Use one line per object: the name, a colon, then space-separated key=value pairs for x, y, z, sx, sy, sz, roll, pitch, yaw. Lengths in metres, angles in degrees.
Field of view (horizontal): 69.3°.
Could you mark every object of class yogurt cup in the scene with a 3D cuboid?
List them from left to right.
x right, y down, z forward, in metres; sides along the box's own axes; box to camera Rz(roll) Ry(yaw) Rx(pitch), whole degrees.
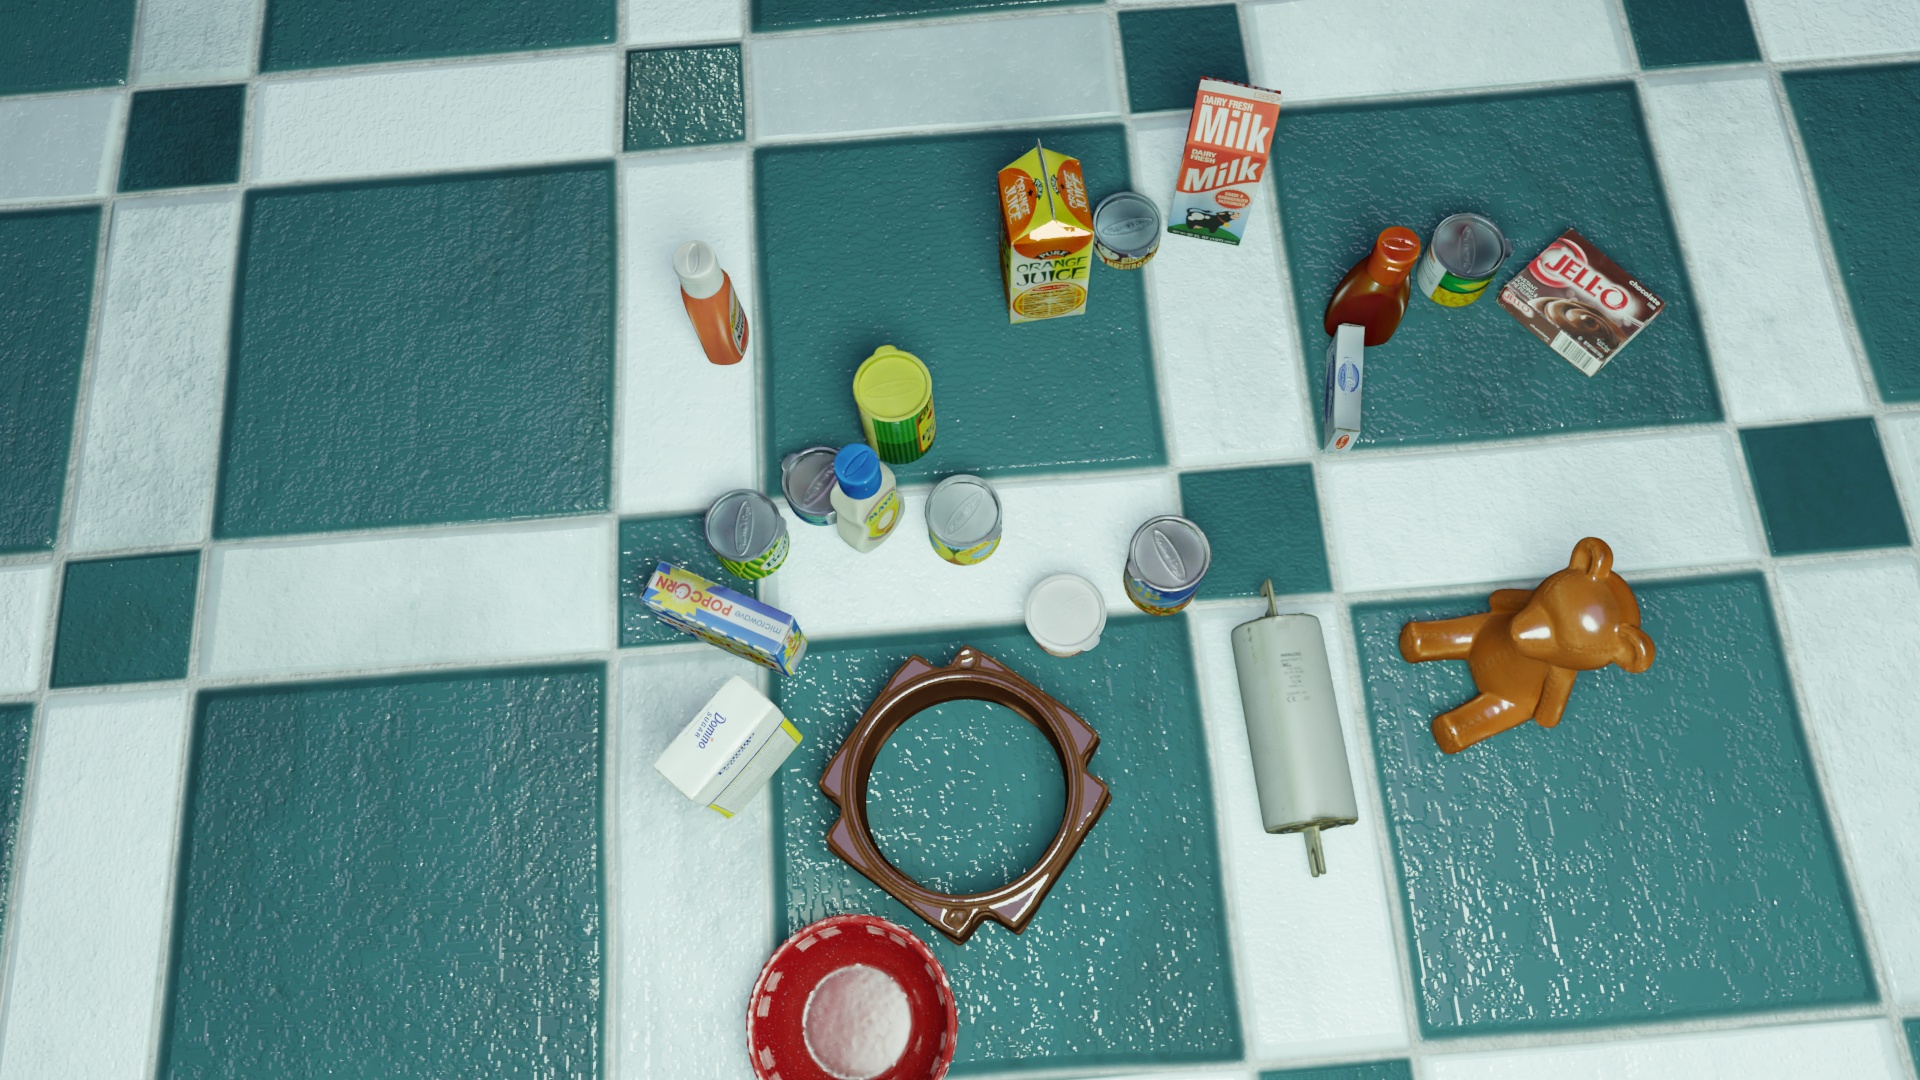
yogurt cup: x=0.088 y=0.067 z=1.176 sx=0.072 sy=0.053 sz=0.072 roll=-1 pitch=72 yaw=2

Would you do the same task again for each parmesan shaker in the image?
parmesan shaker: x=-0.056 y=-0.117 z=1.216 sx=0.071 sy=0.102 sz=0.071 roll=-1 pitch=72 yaw=2

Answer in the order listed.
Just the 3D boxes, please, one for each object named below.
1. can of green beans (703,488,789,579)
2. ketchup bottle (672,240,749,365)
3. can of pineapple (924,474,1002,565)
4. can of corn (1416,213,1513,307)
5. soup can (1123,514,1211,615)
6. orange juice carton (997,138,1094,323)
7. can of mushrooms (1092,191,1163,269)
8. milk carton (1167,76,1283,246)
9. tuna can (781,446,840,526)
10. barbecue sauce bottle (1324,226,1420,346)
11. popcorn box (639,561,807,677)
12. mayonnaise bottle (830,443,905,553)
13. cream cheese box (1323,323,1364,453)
can of green beans: x=-0.185 y=-0.005 z=1.207 sx=0.071 sy=0.057 sz=0.071 roll=-1 pitch=72 yaw=2
ketchup bottle: x=-0.221 y=-0.213 z=1.230 sx=0.043 sy=0.148 sz=0.065 roll=-2 pitch=72 yaw=1
can of pineapple: x=0.004 y=-0.015 z=1.204 sx=0.071 sy=0.057 sz=0.071 roll=-1 pitch=72 yaw=2
can of corn: x=0.459 y=-0.255 z=1.269 sx=0.071 sy=0.058 sz=0.071 roll=-1 pitch=72 yaw=2
soup can: x=0.170 y=0.023 z=1.172 sx=0.071 sy=0.083 sz=0.071 roll=-1 pitch=72 yaw=2
orange juice carton: x=0.073 y=-0.267 z=1.215 sx=0.073 sy=0.192 sz=0.072 roll=-8 pitch=72 yaw=-1
can of mushrooms: x=0.156 y=-0.288 z=1.303 sx=0.071 sy=0.033 sz=0.071 roll=-1 pitch=72 yaw=2
milk carton: x=0.235 y=-0.346 z=1.237 sx=0.072 sy=0.190 sz=0.073 roll=12 pitch=73 yaw=6
tuna can: x=-0.126 y=-0.049 z=1.233 sx=0.071 sy=0.032 sz=0.071 roll=-1 pitch=72 yaw=2
barbecue sauce bottle: x=0.364 y=-0.220 z=1.213 sx=0.065 sy=0.148 sz=0.044 roll=11 pitch=73 yaw=5
popcorn box: x=-0.196 y=0.068 z=1.168 sx=0.127 sy=0.085 sz=0.038 roll=22 pitch=74 yaw=9
mayonnaise bottle: x=-0.080 y=-0.038 z=1.167 sx=0.041 sy=0.147 sz=0.065 roll=38 pitch=77 yaw=13
cream cheese box: x=0.341 y=-0.135 z=1.235 sx=0.024 sy=0.053 sz=0.104 roll=6 pitch=72 yaw=4
